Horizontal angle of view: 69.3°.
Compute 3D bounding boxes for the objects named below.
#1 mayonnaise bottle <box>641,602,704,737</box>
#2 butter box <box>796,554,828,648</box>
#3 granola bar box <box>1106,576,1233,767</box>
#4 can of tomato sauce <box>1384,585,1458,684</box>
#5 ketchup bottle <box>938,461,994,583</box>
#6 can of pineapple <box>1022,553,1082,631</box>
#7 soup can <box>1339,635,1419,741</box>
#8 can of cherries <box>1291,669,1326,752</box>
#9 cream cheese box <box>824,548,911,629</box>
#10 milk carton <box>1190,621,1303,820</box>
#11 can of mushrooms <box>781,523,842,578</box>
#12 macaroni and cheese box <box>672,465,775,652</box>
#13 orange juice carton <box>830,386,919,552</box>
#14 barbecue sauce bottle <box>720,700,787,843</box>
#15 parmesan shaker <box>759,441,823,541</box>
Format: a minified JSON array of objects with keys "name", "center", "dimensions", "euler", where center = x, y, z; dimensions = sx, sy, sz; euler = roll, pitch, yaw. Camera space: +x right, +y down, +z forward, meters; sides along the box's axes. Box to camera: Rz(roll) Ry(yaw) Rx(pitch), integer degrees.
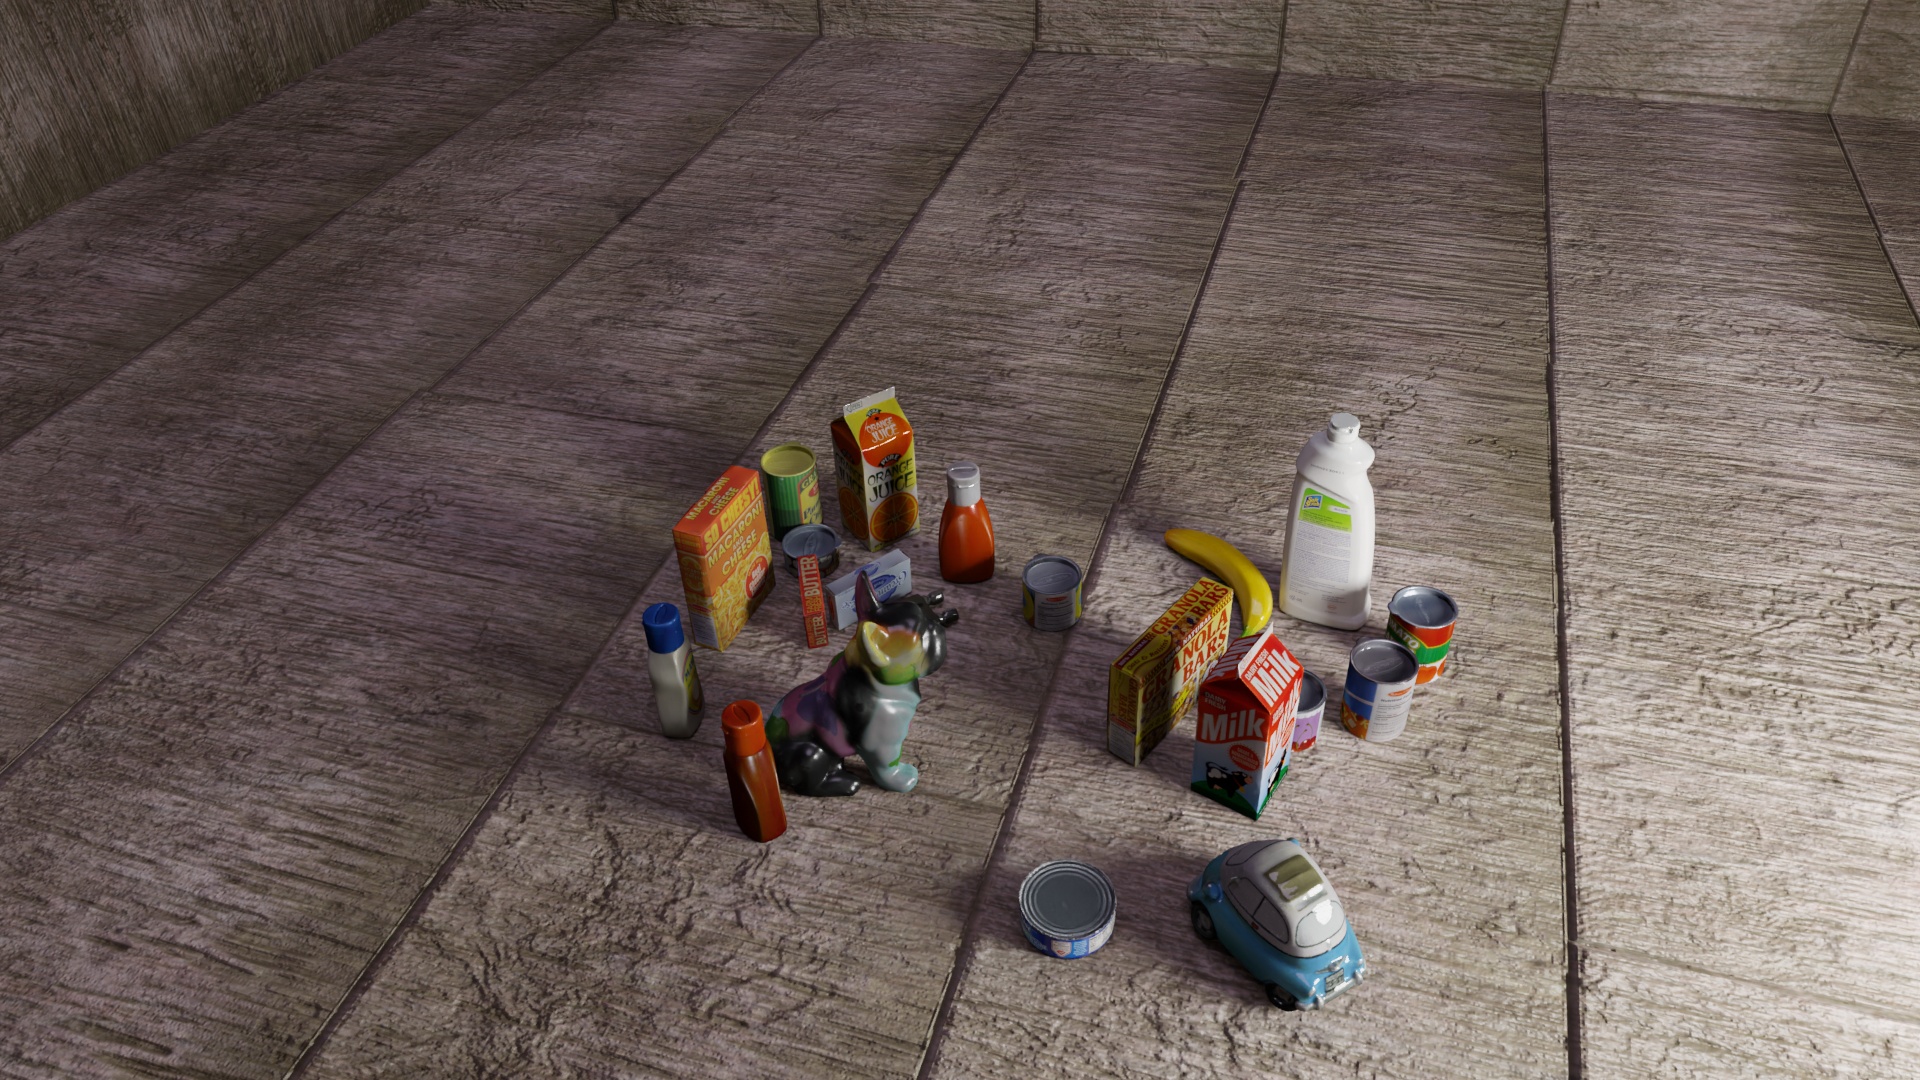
[{"name":"mayonnaise bottle","center":[-0.291,0.129,1.405],"dimensions":[0.041,0.147,0.065],"euler":[2,39,6]},{"name":"butter box","center":[-0.165,0.068,1.550],"dimensions":[0.024,0.052,0.104],"euler":[-8,39,-6]},{"name":"granola bar box","center":[0.210,0.130,1.396],"dimensions":[0.039,0.123,0.166],"euler":[26,47,31]},{"name":"can of tomato sauce","center":[0.477,0.100,1.453],"dimensions":[0.071,0.082,0.071],"euler":[-1,39,1]},{"name":"ketchup bottle","center":[0.006,-0.020,1.573],"dimensions":[0.065,0.148,0.044],"euler":[-3,39,0]},{"name":"can of pineapple","center":[0.102,0.058,1.544],"dimensions":[0.071,0.057,0.071],"euler":[-1,39,1]},{"name":"soup can","center":[0.418,0.149,1.394],"dimensions":[0.071,0.083,0.072],"euler":[-1,39,1]},{"name":"can of cherries","center":[0.328,0.170,1.393],"dimensions":[0.071,0.058,0.072],"euler":[-1,39,1]},{"name":"cream cheese box","center":[-0.103,0.054,1.562],"dimensions":[0.104,0.053,0.024],"euler":[-28,45,-28]},{"name":"milk carton","center":[0.268,0.164,1.298],"dimensions":[0.073,0.189,0.073],"euler":[22,45,27]},{"name":"can of mushrooms","center":[-0.173,0.014,1.633],"dimensions":[0.071,0.033,0.071],"euler":[-1,39,1]},{"name":"macaroni and cheese box","center":[-0.258,0.020,1.524],"dimensions":[0.040,0.165,0.124],"euler":[13,41,19]},{"name":"orange juice carton","center":[-0.100,-0.089,1.630],"dimensions":[0.072,0.191,0.073],"euler":[-25,44,-25]},{"name":"barbecue sauce bottle","center":[-0.195,0.213,1.295],"dimensions":[0.044,0.147,0.065],"euler":[-25,44,-26]},{"name":"parmesan shaker","center":[-0.200,-0.057,1.667],"dimensions":[0.071,0.102,0.072],"euler":[-2,39,1]}]
